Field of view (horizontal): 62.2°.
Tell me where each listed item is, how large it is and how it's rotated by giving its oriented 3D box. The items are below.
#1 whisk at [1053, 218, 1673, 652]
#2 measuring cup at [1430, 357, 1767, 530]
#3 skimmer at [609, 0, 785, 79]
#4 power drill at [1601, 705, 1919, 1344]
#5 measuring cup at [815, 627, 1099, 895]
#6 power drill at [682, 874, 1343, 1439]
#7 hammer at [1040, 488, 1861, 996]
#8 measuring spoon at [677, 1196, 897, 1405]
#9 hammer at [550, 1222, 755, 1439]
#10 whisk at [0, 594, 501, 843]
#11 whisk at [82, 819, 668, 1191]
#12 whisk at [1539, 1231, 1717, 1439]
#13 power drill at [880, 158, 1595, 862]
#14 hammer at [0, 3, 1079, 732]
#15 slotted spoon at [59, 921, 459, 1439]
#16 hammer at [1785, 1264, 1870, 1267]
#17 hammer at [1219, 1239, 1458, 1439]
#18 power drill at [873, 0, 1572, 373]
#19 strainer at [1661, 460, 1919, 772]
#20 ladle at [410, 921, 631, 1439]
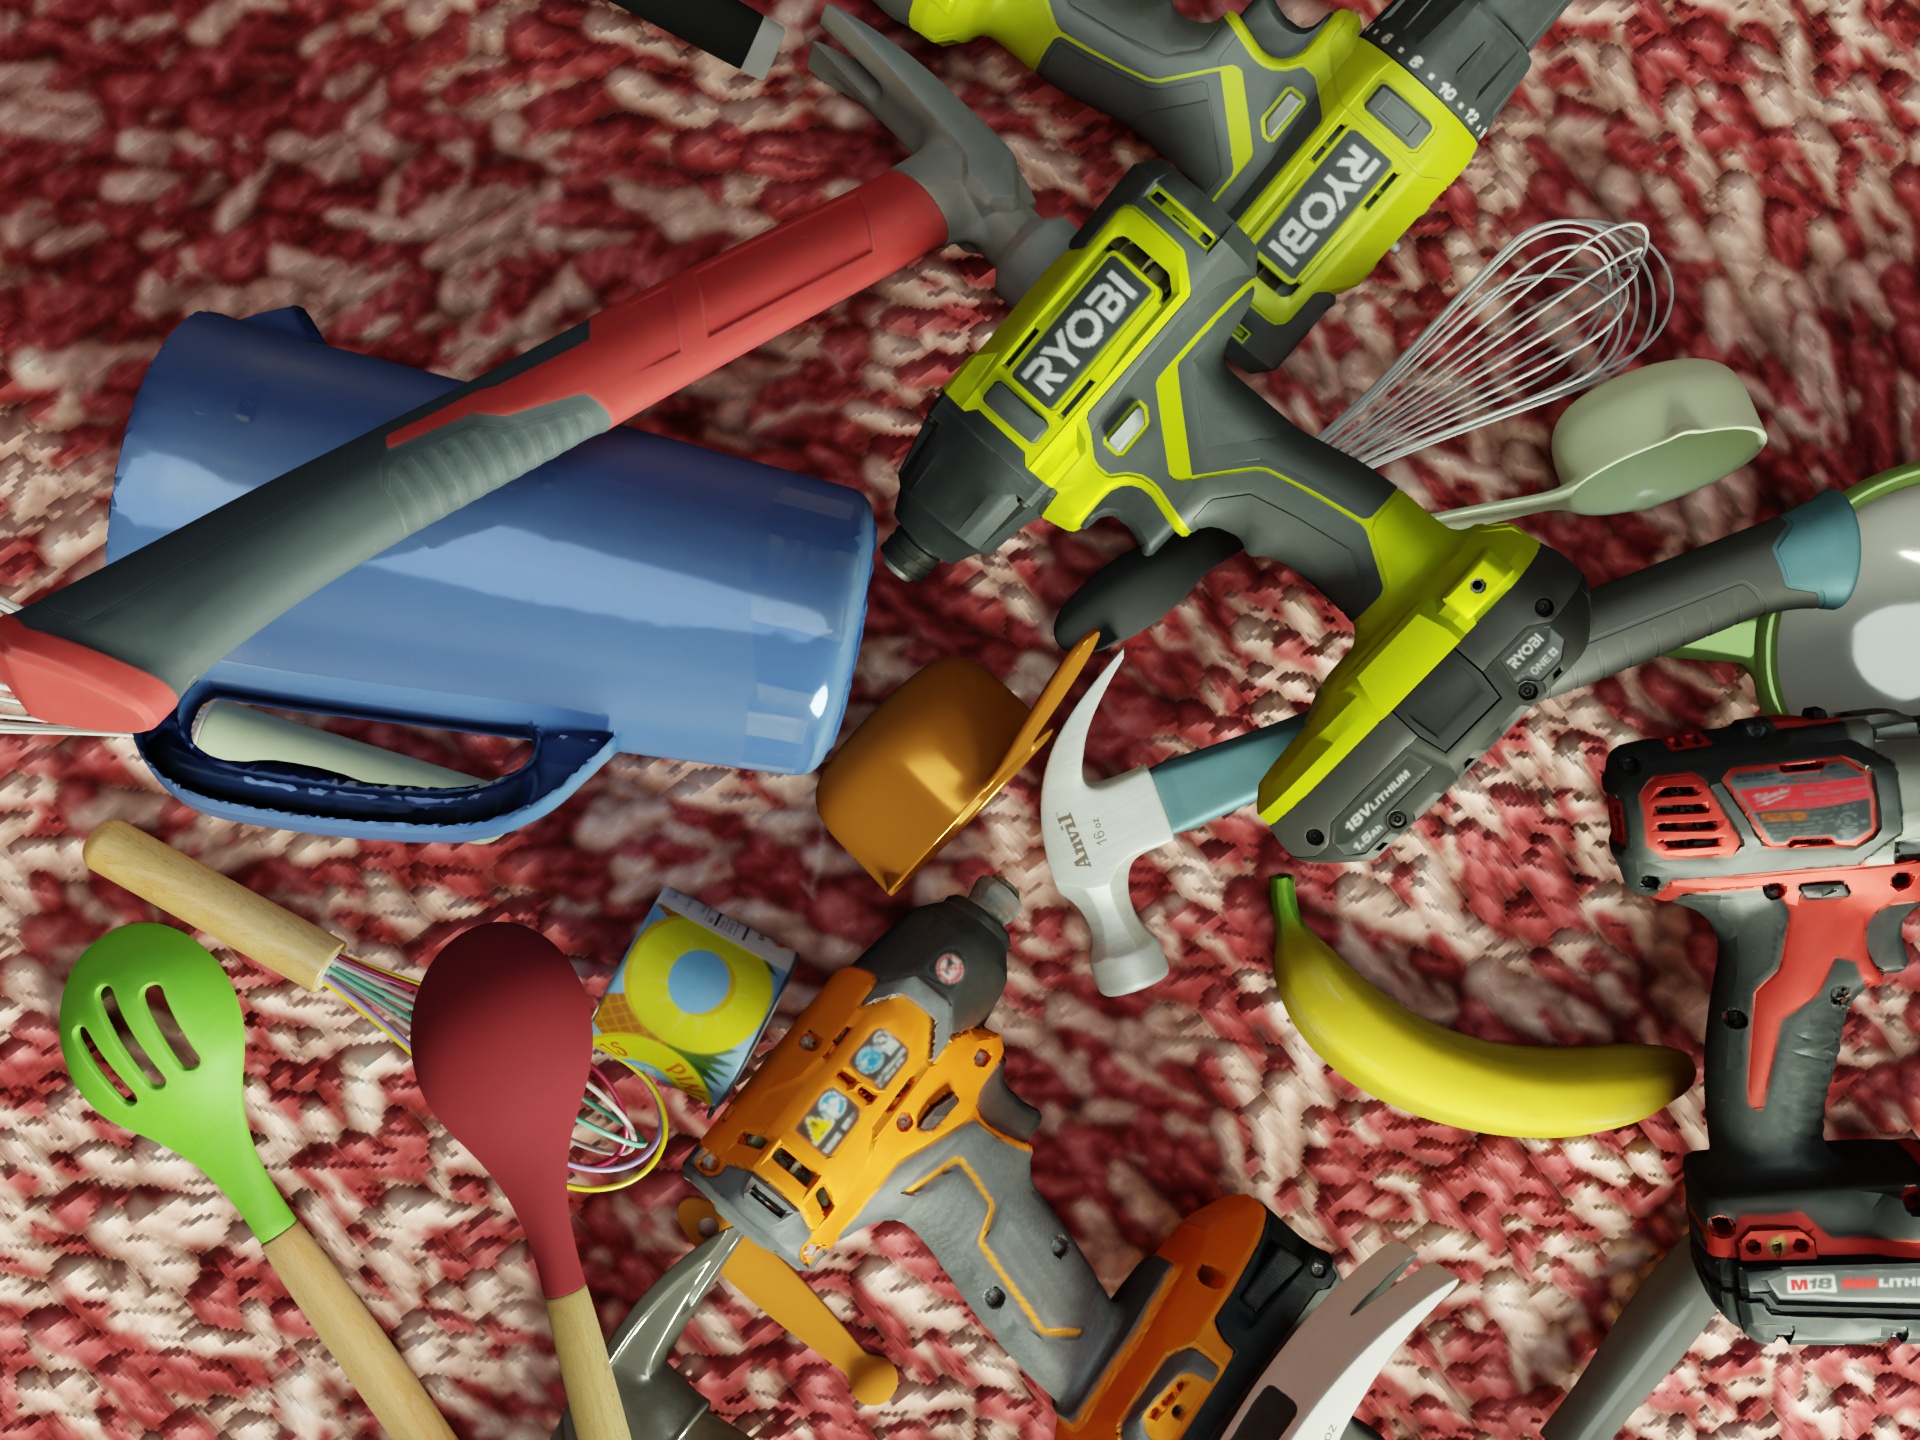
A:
[{"bbox_3d":[0.156,-0.111,0.634,0.284,0.070,0.070,-34,94,1],"label":"whisk"},{"bbox_3d":[0.232,-0.104,0.641,0.167,0.083,0.038,-13,74,11],"label":"measuring cup"},{"bbox_3d":[-0.240,-0.331,0.601,0.363,0.090,0.127,23,86,-16],"label":"skimmer"},{"bbox_3d":[0.350,0.105,0.591,0.188,0.080,0.227,-8,91,16],"label":"power drill"},{"bbox_3d":[-0.001,-0.002,0.563,0.052,0.173,0.095,43,58,7],"label":"measuring cup"},{"bbox_3d":[0.032,0.177,0.606,0.226,0.084,0.164,39,73,-1],"label":"power drill"},{"bbox_3d":[0.186,-0.008,0.620,0.331,0.033,0.128,-22,91,5],"label":"hammer"},{"bbox_3d":[-0.069,0.232,0.633,0.117,0.011,0.021,45,86,-5],"label":"measuring spoon"},{"bbox_3d":[0.029,0.352,0.561,0.411,0.038,0.146,33,90,15],"label":"hammer"},{"bbox_3d":[-0.288,0.001,0.592,0.246,0.059,0.058,18,96,-11],"label":"whisk"},{"bbox_3d":[-0.221,0.107,0.601,0.245,0.051,0.047,30,93,-3],"label":"whisk"},{"bbox_3d":[0.250,0.301,0.652,0.055,0.055,0.239,42,82,-5],"label":"whisk"},{"bbox_3d":[0.092,-0.062,0.569,0.223,0.080,0.171,43,105,5],"label":"power drill"},{"bbox_3d":[-0.128,-0.123,0.517,0.386,0.038,0.143,-38,80,-31],"label":"hammer"},{"bbox_3d":[-0.244,0.216,0.608,0.070,0.031,0.313,-32,95,0],"label":"slotted spoon"},{"bbox_3d":[0.518,0.128,0.653,0.405,0.144,0.035,-32,92,4],"label":"hammer"},{"bbox_3d":[0.231,0.320,0.604,0.334,0.035,0.146,34,82,-23],"label":"hammer"},{"bbox_3d":[0.095,-0.270,0.588,0.228,0.080,0.190,40,111,-4],"label":"power drill"},{"bbox_3d":[0.342,-0.033,0.656,0.256,0.069,0.151,5,92,11],"label":"strainer"},{"bbox_3d":[-0.135,0.227,0.565,0.069,0.031,0.315,-15,90,8],"label":"ladle"}]
